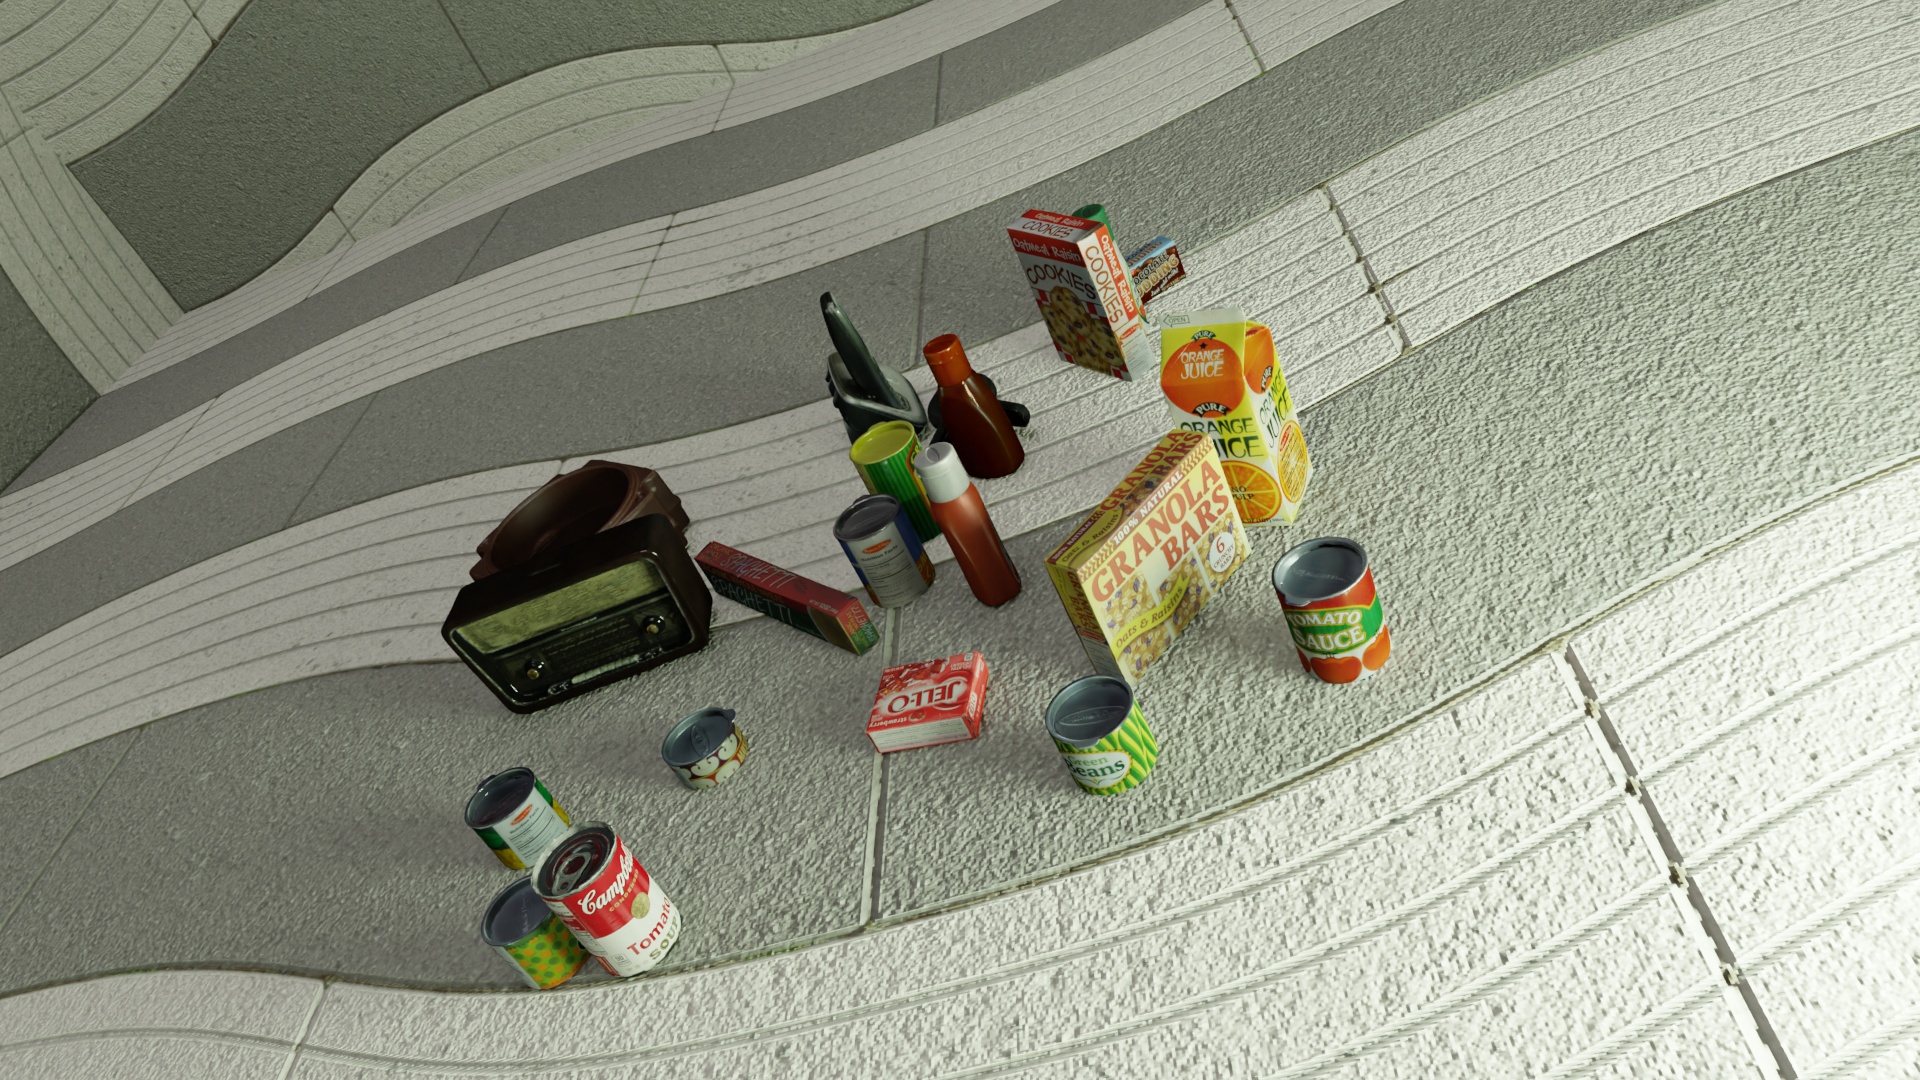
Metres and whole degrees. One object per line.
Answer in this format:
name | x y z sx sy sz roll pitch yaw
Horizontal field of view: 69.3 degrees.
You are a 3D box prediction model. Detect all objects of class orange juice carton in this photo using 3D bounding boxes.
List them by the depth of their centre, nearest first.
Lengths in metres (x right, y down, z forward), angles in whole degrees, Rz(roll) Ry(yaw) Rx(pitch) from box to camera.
orange juice carton | 0.220 -0.106 1.121 0.072 0.192 0.073 -2 40 34

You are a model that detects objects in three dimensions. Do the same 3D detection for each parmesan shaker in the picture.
parmesan shaker | -0.055 -0.055 1.323 0.071 0.102 0.072 -18 34 13

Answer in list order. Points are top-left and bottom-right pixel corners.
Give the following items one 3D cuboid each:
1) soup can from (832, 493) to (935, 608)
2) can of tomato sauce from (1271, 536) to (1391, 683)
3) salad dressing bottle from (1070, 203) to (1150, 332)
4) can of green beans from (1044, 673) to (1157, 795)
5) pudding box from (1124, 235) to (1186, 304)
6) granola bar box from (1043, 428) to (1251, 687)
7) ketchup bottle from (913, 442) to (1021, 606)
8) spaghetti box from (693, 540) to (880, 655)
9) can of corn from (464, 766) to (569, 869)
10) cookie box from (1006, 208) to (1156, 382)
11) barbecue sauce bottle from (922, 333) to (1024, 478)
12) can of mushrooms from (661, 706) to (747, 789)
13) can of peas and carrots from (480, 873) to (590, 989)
soup can | -0.069 0.008 1.262 0.071 0.083 0.072 -18 34 13
can of tomato sauce | 0.261 0.051 0.975 0.071 0.082 0.071 -18 34 13
salad dressing bottle | 0.155 -0.277 1.446 0.044 0.147 0.064 -19 33 12
can of green beans | 0.101 0.138 0.988 0.071 0.057 0.071 -18 34 13
pudding box | 0.202 -0.292 1.524 0.084 0.049 0.030 -34 33 -11
granola bar box | 0.147 0.012 1.070 0.039 0.123 0.166 16 52 47
ketchup bottle | 0.004 -0.015 1.184 0.043 0.148 0.065 -29 33 -3
spaghetti box | -0.168 0.051 1.303 0.029 0.050 0.250 -44 37 -24
can of corn | -0.378 0.236 1.183 0.071 0.058 0.071 -18 34 13
cookie box | 0.123 -0.250 1.412 0.040 0.166 0.123 -38 34 -17
barbecue sauce bottle | 0.008 -0.128 1.340 0.065 0.148 0.044 -1 40 34
can of mushrooms | -0.214 0.175 1.177 0.071 0.033 0.071 -18 34 13
can of peas and carrots | -0.318 0.296 1.058 0.071 0.058 0.071 -18 34 13
